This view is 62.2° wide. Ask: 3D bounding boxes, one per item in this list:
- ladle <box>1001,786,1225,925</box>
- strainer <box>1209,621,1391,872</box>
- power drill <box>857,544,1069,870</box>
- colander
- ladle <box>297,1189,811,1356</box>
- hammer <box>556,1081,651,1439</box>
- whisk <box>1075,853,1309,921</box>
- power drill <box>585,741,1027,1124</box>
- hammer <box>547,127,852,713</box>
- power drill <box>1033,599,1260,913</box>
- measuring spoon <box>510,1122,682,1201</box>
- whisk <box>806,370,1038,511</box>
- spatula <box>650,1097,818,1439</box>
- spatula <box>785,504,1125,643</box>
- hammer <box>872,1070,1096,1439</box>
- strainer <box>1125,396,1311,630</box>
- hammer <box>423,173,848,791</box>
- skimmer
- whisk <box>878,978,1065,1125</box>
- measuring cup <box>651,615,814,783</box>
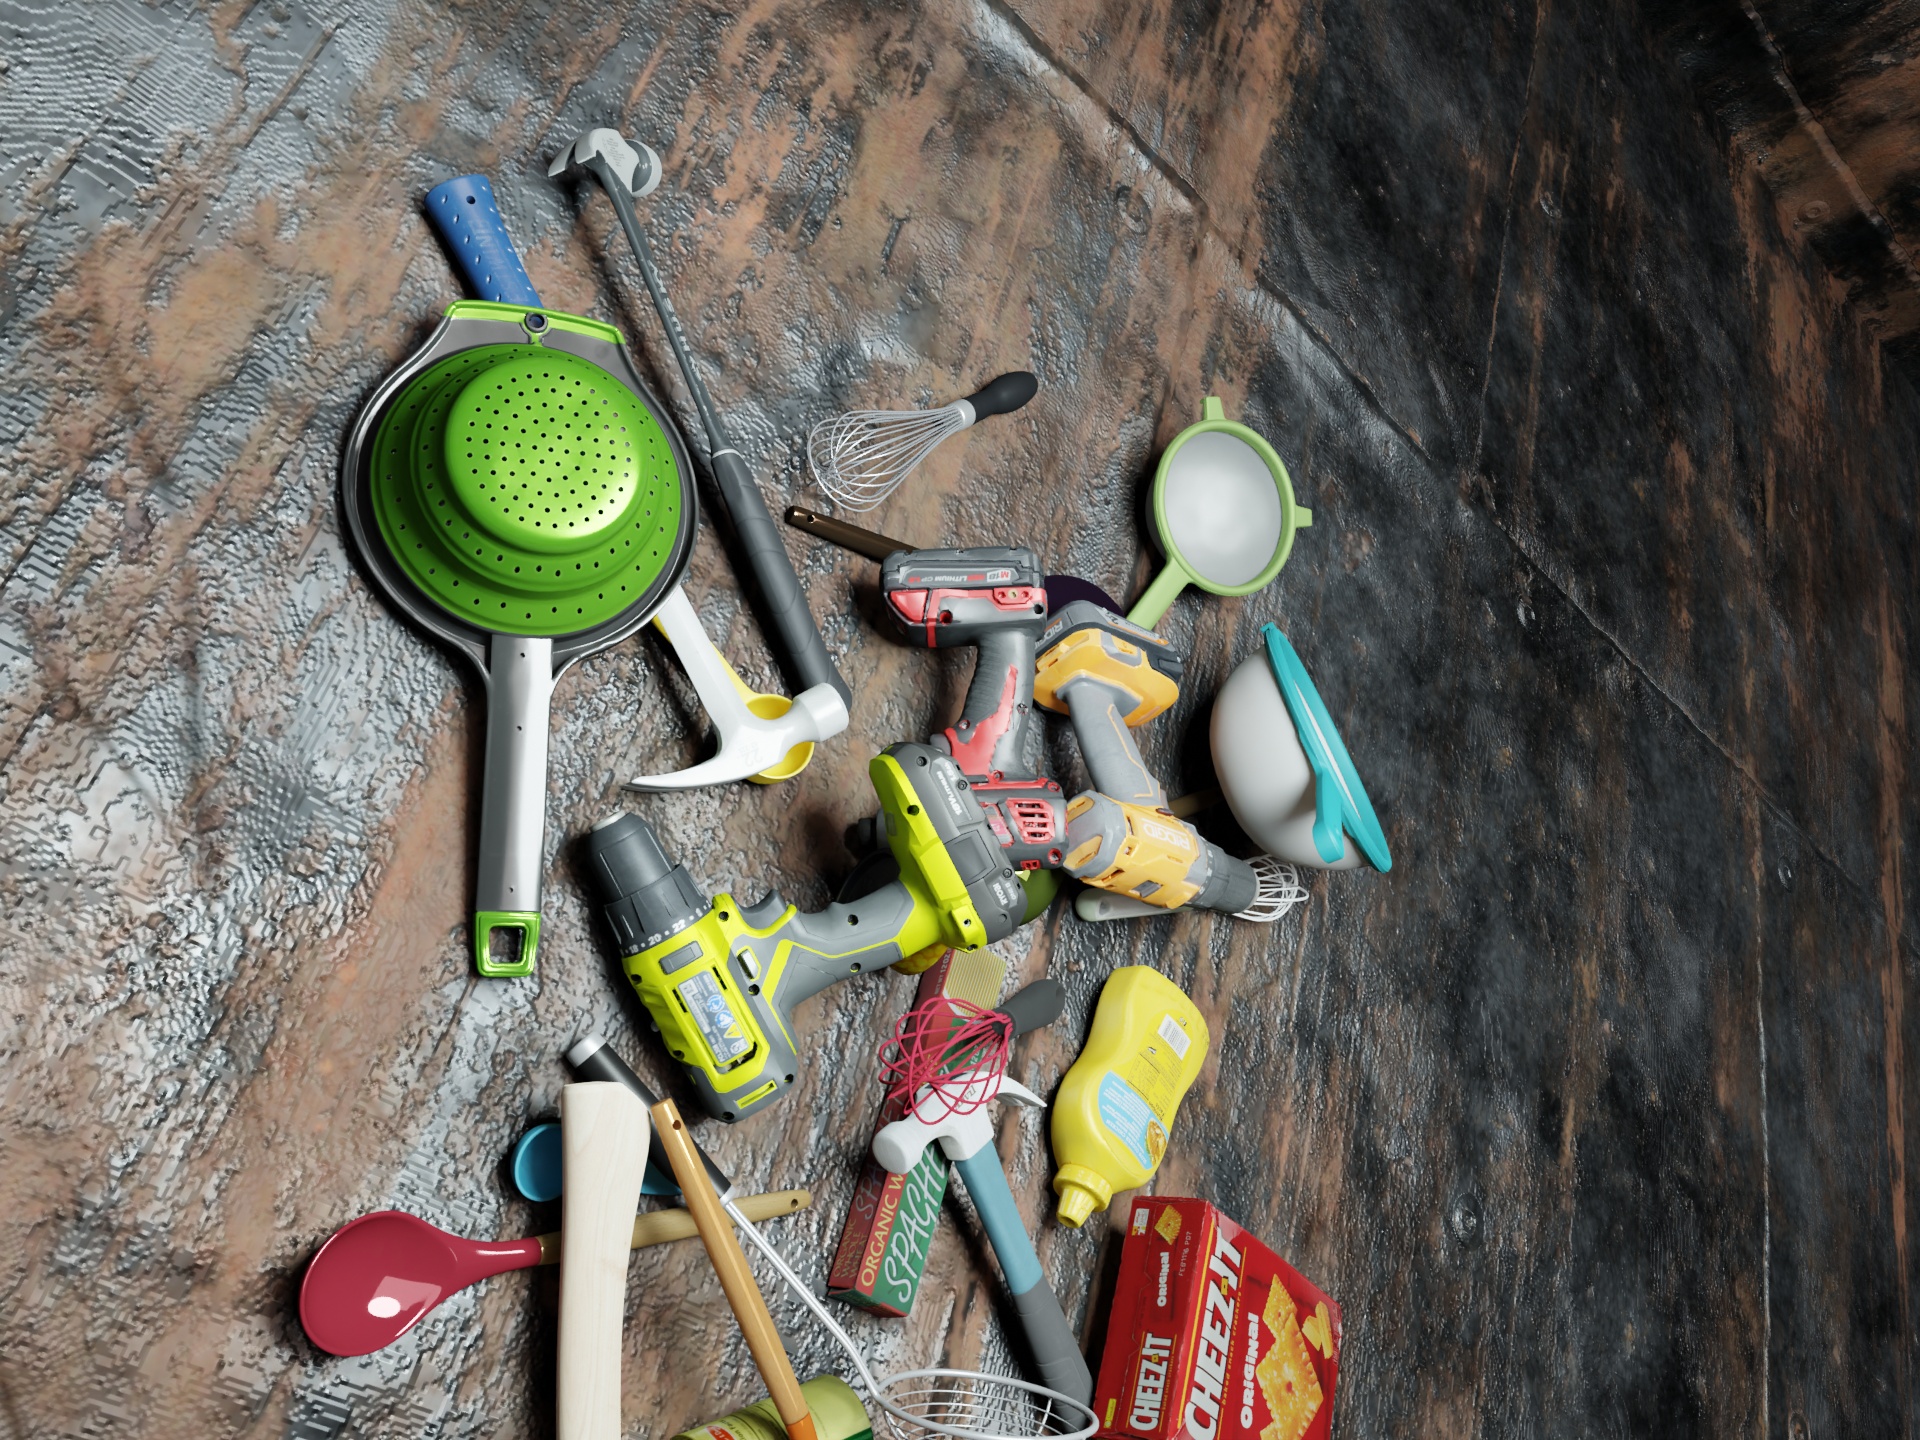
[{"bbox_3d":[0.111,0.089,1.223,0.320,0.062,0.078,-13,77,-50],"label":"ladle"},{"bbox_3d":[0.243,0.056,1.204,0.211,0.095,0.340,62,17,-8],"label":"strainer"},{"bbox_3d":[-0.002,-0.003,1.095,0.143,0.078,0.220,-3,76,1],"label":"power drill"},{"bbox_3d":[-0.239,-0.058,0.886,0.204,0.094,0.397,4,79,-22],"label":"colander"},{"bbox_3d":[-0.209,0.286,0.873,0.315,0.031,0.069,4,86,-43],"label":"ladle"},{"bbox_3d":[-0.198,0.397,0.818,0.146,0.038,0.411,6,77,-39],"label":"hammer"},{"bbox_3d":[0.187,0.139,1.265,0.246,0.059,0.058,0,104,-38],"label":"whisk"},{"bbox_3d":[-0.094,0.104,0.952,0.228,0.080,0.190,-28,96,-13],"label":"power drill"},{"bbox_3d":[-0.159,-0.187,1.037,0.149,0.036,0.409,-59,128,-76],"label":"hammer"},{"bbox_3d":[0.138,0.038,1.190,0.185,0.084,0.226,21,45,-36],"label":"power drill"},{"bbox_3d":[-0.202,0.253,0.901,0.128,0.021,0.042,25,77,-44],"label":"measuring spoon"},{"bbox_3d":[-0.019,-0.220,1.194,0.284,0.070,0.070,-35,100,-48],"label":"whisk"},{"bbox_3d":[-0.092,0.352,0.856,0.081,0.041,0.322,-23,89,-45],"label":"spatula"},{"bbox_3d":[0.006,-0.108,1.193,0.315,0.018,0.060,16,80,-34],"label":"spatula"},{"bbox_3d":[0.047,0.380,1.043,0.128,0.033,0.331,-32,105,-47],"label":"hammer"},{"bbox_3d":[0.181,-0.139,1.350,0.151,0.069,0.256,45,68,-19],"label":"strainer"},{"bbox_3d":[-0.223,-0.144,0.980,0.144,0.035,0.405,-28,92,-23],"label":"hammer"},{"bbox_3d":[-0.074,0.298,0.910,0.090,0.127,0.363,-42,90,-11],"label":"skimmer"},{"bbox_3d":[0.019,0.200,1.021,0.295,0.073,0.073,1,74,-70],"label":"whisk"},{"bbox_3d":[-0.158,-0.023,1.028,0.156,0.029,0.062,49,57,-3],"label":"measuring cup"}]
